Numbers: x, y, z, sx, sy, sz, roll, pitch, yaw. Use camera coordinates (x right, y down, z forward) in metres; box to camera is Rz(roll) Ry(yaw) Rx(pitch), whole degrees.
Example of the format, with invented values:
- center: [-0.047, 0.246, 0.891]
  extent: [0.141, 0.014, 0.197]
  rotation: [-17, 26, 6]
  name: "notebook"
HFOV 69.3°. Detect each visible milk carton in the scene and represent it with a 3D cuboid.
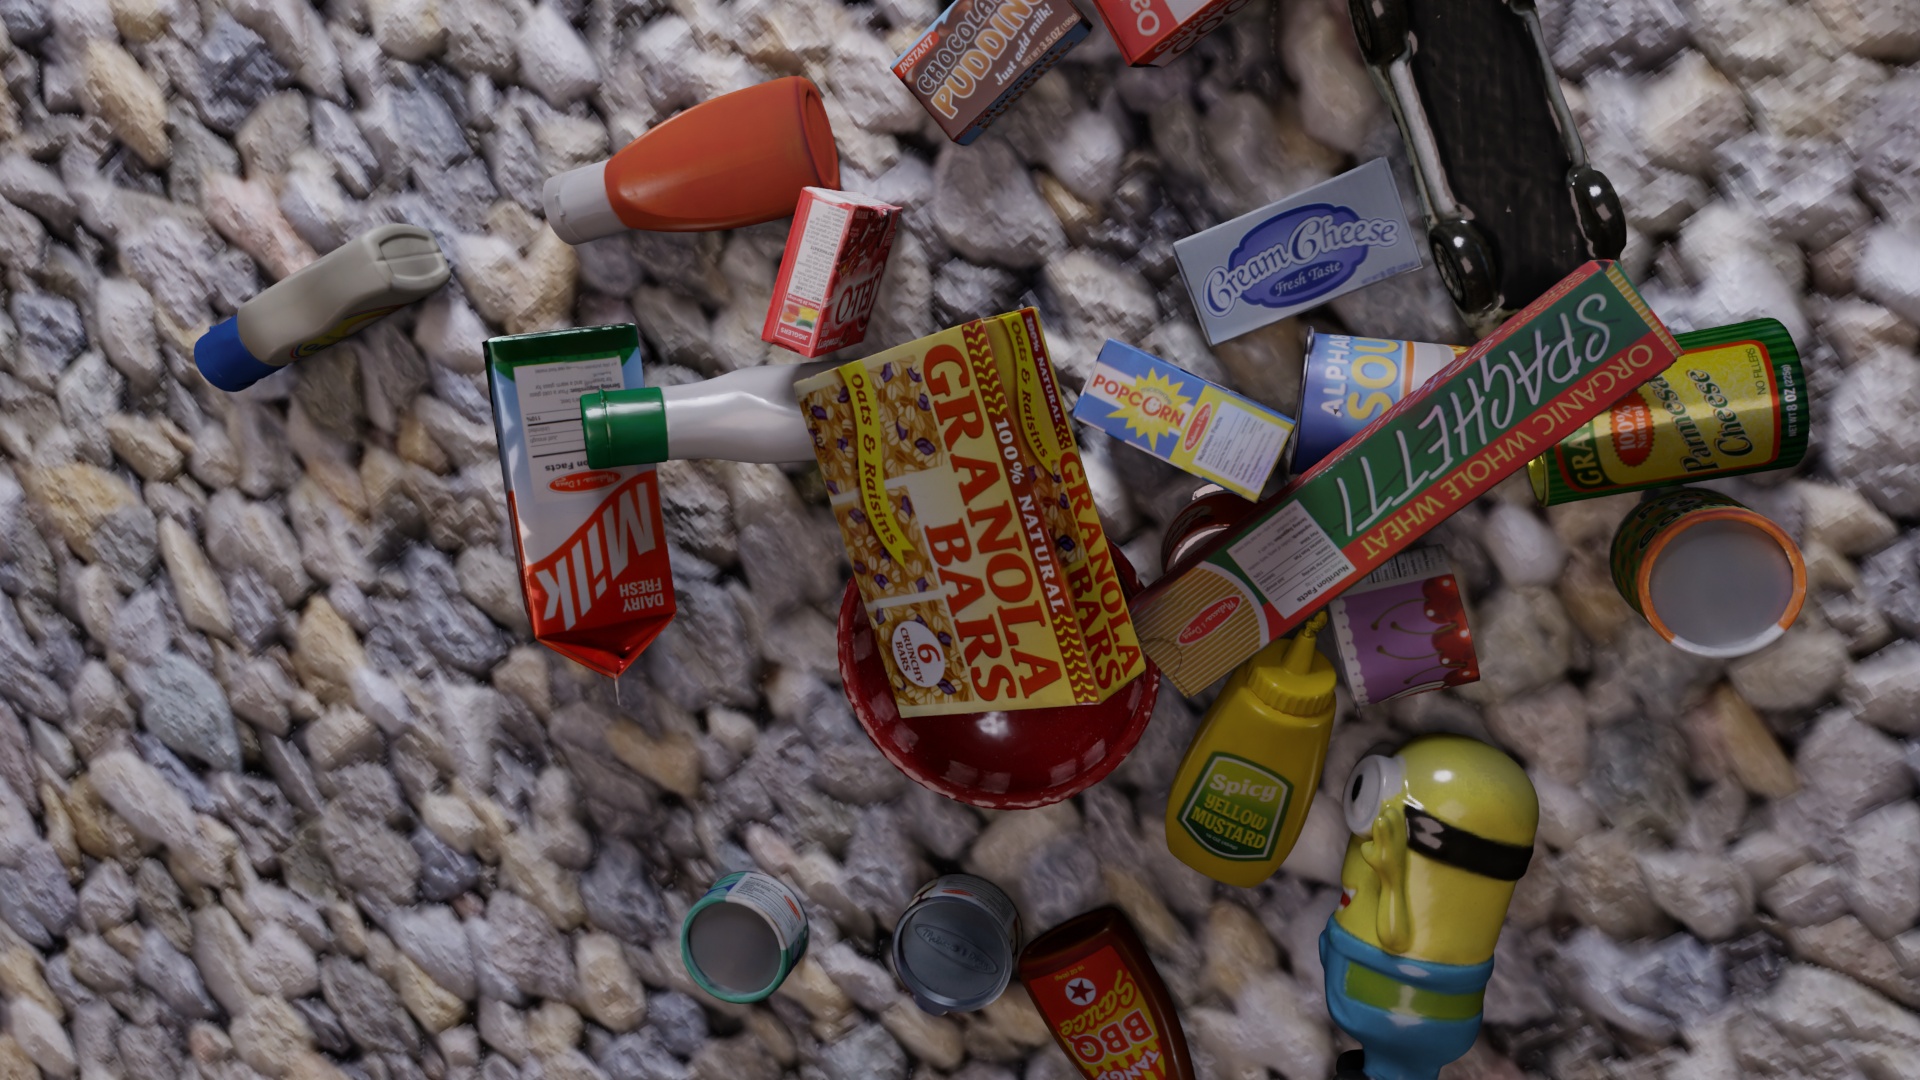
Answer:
- center: [-0.195, -0.013, 0.718]
  extent: [0.073, 0.072, 0.190]
  rotation: [-10, 99, -20]
  name: "milk carton"

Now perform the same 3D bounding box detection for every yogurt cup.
- center: [0.128, 0.013, 0.665]
  extent: [0.072, 0.054, 0.072]
  rotation: [3, 102, 13]
  name: "yogurt cup"

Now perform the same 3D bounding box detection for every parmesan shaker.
- center: [0.300, -0.058, 0.602]
  extent: [0.103, 0.071, 0.071]
  rotation: [-10, 98, 16]
  name: "parmesan shaker"

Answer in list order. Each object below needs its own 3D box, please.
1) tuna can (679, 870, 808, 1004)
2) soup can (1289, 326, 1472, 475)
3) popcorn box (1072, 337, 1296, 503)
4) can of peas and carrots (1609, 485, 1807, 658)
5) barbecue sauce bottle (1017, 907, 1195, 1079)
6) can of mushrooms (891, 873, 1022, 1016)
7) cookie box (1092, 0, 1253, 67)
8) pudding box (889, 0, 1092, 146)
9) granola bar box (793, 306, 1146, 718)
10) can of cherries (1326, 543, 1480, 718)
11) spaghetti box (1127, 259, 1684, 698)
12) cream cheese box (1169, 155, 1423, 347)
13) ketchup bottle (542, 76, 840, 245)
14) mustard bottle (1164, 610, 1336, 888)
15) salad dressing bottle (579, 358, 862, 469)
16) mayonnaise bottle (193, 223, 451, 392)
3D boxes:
- center: [-0.123, 0.224, 0.779]
  extent: [0.071, 0.033, 0.071]
  rotation: [3, 101, 13]
  name: "tuna can"
- center: [0.195, -0.060, 0.626]
  extent: [0.084, 0.071, 0.071]
  rotation: [7, 102, 12]
  name: "soup can"
- center: [0.101, -0.053, 0.621]
  extent: [0.085, 0.127, 0.038]
  rotation: [27, 98, 8]
  name: "popcorn box"
- center: [0.327, 0.011, 0.612]
  extent: [0.071, 0.059, 0.070]
  rotation: [3, 101, 13]
  name: "can of peas and carrots"
- center: [0.091, 0.270, 0.729]
  extent: [0.065, 0.044, 0.148]
  rotation: [-29, 93, 15]
  name: "barbecue sauce bottle"
- center: [-0.002, 0.218, 0.748]
  extent: [0.071, 0.033, 0.071]
  rotation: [3, 101, 13]
  name: "can of mushrooms"
- center: [0.115, -0.302, 0.588]
  extent: [0.167, 0.040, 0.123]
  rotation: [-30, 85, 33]
  name: "cookie box"
- center: [0.014, -0.235, 0.659]
  extent: [0.083, 0.030, 0.049]
  rotation: [-39, 89, 17]
  name: "pudding box"
- center: [0.002, -0.008, 0.616]
  extent: [0.124, 0.039, 0.165]
  rotation: [-12, 98, 44]
  name: "granola bar box"
- center: [0.204, 0.042, 0.645]
  extent: [0.058, 0.072, 0.071]
  rotation: [-15, 97, 15]
  name: "can of cherries"
- center: [0.179, -0.021, 0.591]
  extent: [0.249, 0.029, 0.050]
  rotation: [-39, 95, 22]
  name: "spaghetti box"
- center: [0.156, -0.133, 0.646]
  extent: [0.103, 0.024, 0.053]
  rotation: [-20, 95, 17]
  name: "cream cheese box"
- center: [-0.138, -0.184, 0.700]
  extent: [0.149, 0.043, 0.064]
  rotation: [-11, 97, 16]
  name: "ketchup bottle"
- center: [0.142, 0.095, 0.653]
  extent: [0.065, 0.049, 0.159]
  rotation: [21, 128, 13]
  name: "mustard bottle"
- center: [-0.109, -0.060, 0.680]
  extent: [0.148, 0.064, 0.043]
  rotation: [-7, 122, -16]
  name: "salad dressing bottle"
- center: [-0.353, -0.125, 0.757]
  extent: [0.148, 0.065, 0.041]
  rotation: [-22, 99, 21]
  name: "mayonnaise bottle"
